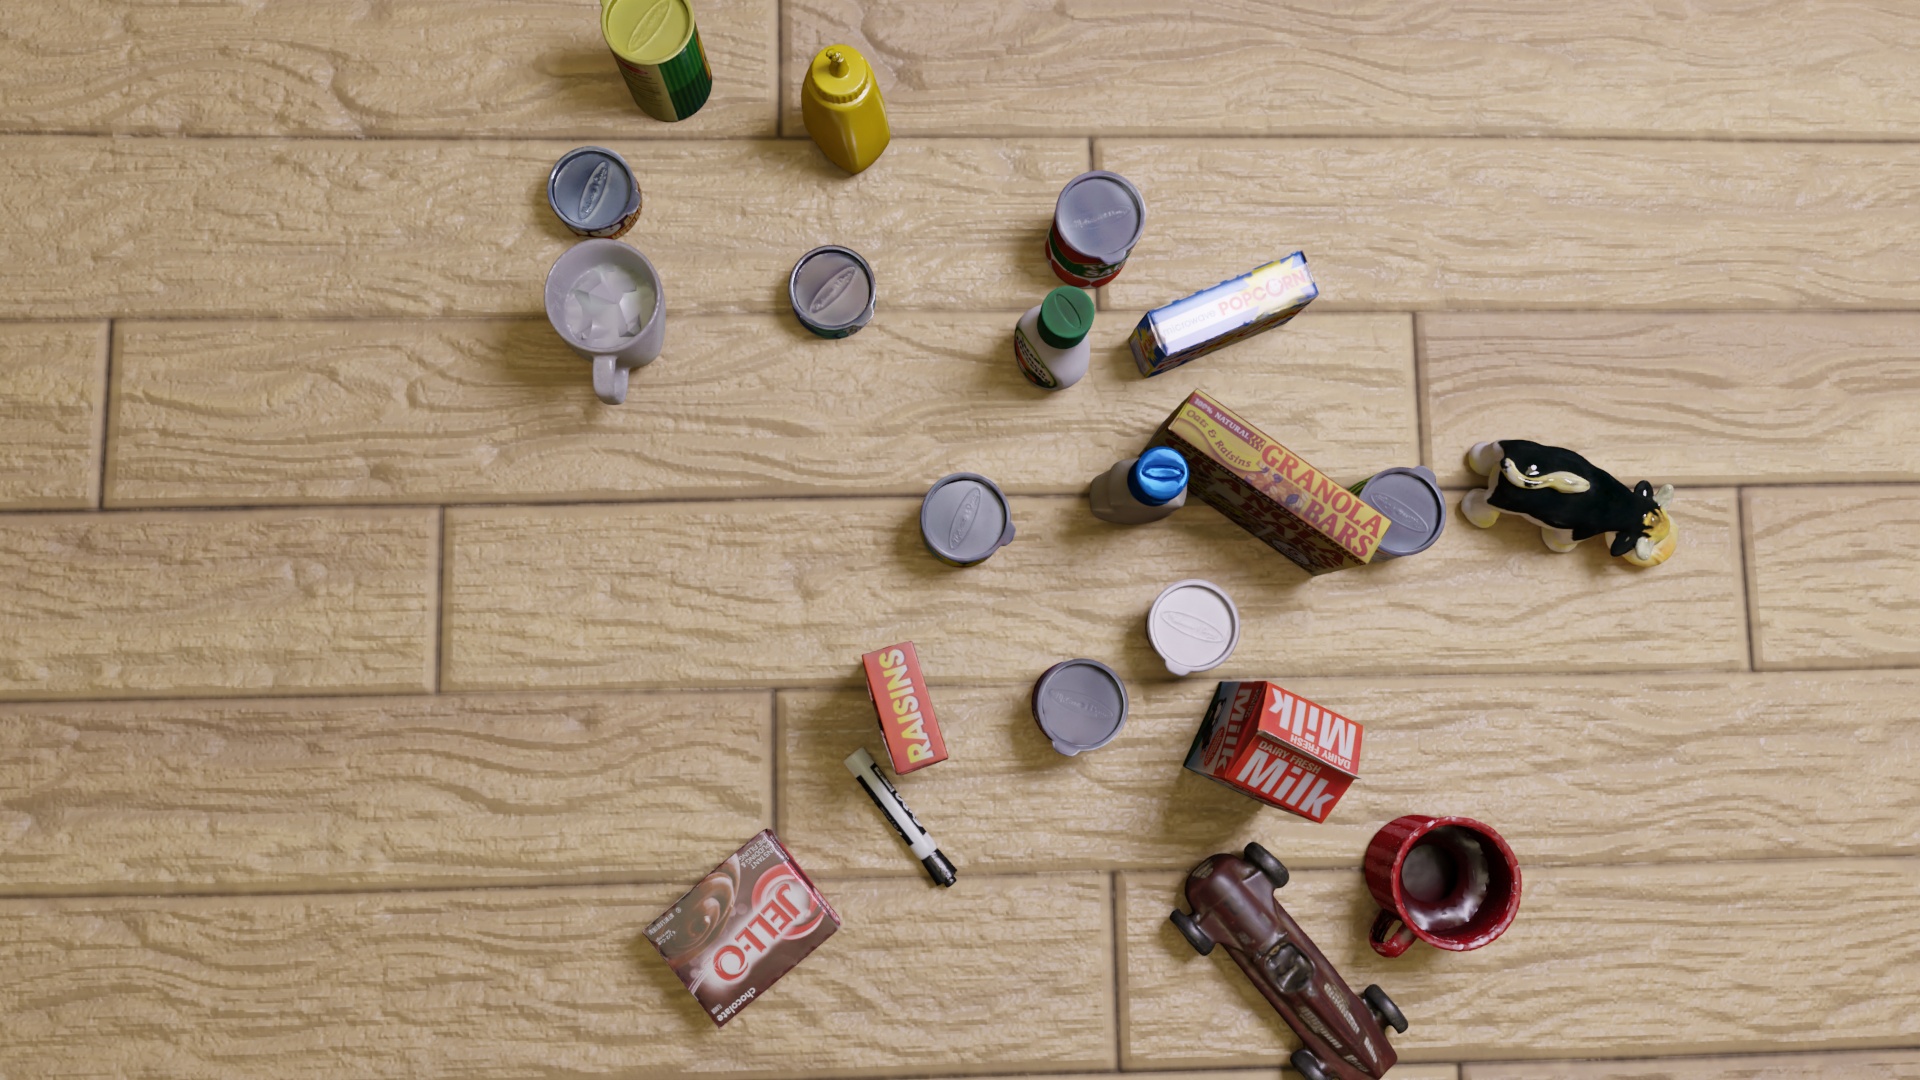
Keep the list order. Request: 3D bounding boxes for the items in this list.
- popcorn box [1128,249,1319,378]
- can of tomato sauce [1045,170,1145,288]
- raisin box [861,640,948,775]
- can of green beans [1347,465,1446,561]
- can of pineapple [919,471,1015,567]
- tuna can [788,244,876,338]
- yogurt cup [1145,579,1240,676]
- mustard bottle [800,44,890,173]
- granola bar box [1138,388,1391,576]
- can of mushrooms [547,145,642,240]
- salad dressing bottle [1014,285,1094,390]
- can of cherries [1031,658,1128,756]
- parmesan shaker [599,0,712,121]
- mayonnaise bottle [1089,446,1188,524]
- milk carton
[{"bbox_3d":[0.195,-0.168,1.044,0.127,0.085,0.038,-22,86,-5],"label":"popcorn box"},{"bbox_3d":[0.101,-0.231,1.048,0.071,0.083,0.071,0,84,-2],"label":"can of tomato sauce"},{"bbox_3d":[-0.040,0.117,0.983,0.040,0.123,0.086,-16,85,-4],"label":"raisin box"},{"bbox_3d":[0.323,-0.019,1.047,0.071,0.058,0.071,0,84,-2],"label":"can of green beans"},{"bbox_3d":[0.004,-0.013,1.033,0.071,0.058,0.071,0,84,-2],"label":"can of pineapple"},{"bbox_3d":[-0.095,-0.187,1.060,0.071,0.033,0.071,0,84,-2],"label":"tuna can"},{"bbox_3d":[0.169,0.064,1.033,0.072,0.054,0.072,0,84,-2],"label":"yogurt cup"},{"bbox_3d":[-0.085,-0.320,1.011,0.065,0.160,0.049,43,84,2],"label":"mustard bottle"},{"bbox_3d":[0.218,-0.040,1.012,0.165,0.124,0.039,35,84,1],"label":"granola bar box"},{"bbox_3d":[-0.276,-0.263,1.060,0.071,0.033,0.071,0,84,-2],"label":"can of mushrooms"},{"bbox_3d":[0.069,-0.148,1.005,0.044,0.147,0.064,-33,87,-5],"label":"salad dressing bottle"},{"bbox_3d":[0.085,0.122,1.021,0.071,0.058,0.071,0,84,-2],"label":"can of cherries"},{"bbox_3d":[-0.227,-0.367,1.038,0.071,0.103,0.071,0,84,-2],"label":"parmesan shaker"},{"bbox_3d":[0.132,-0.038,0.996,0.065,0.148,0.041,2,84,-2],"label":"mayonnaise bottle"},{"bbox_3d":[0.216,0.143,0.958,0.072,0.190,0.073,25,84,0],"label":"milk carton"}]
